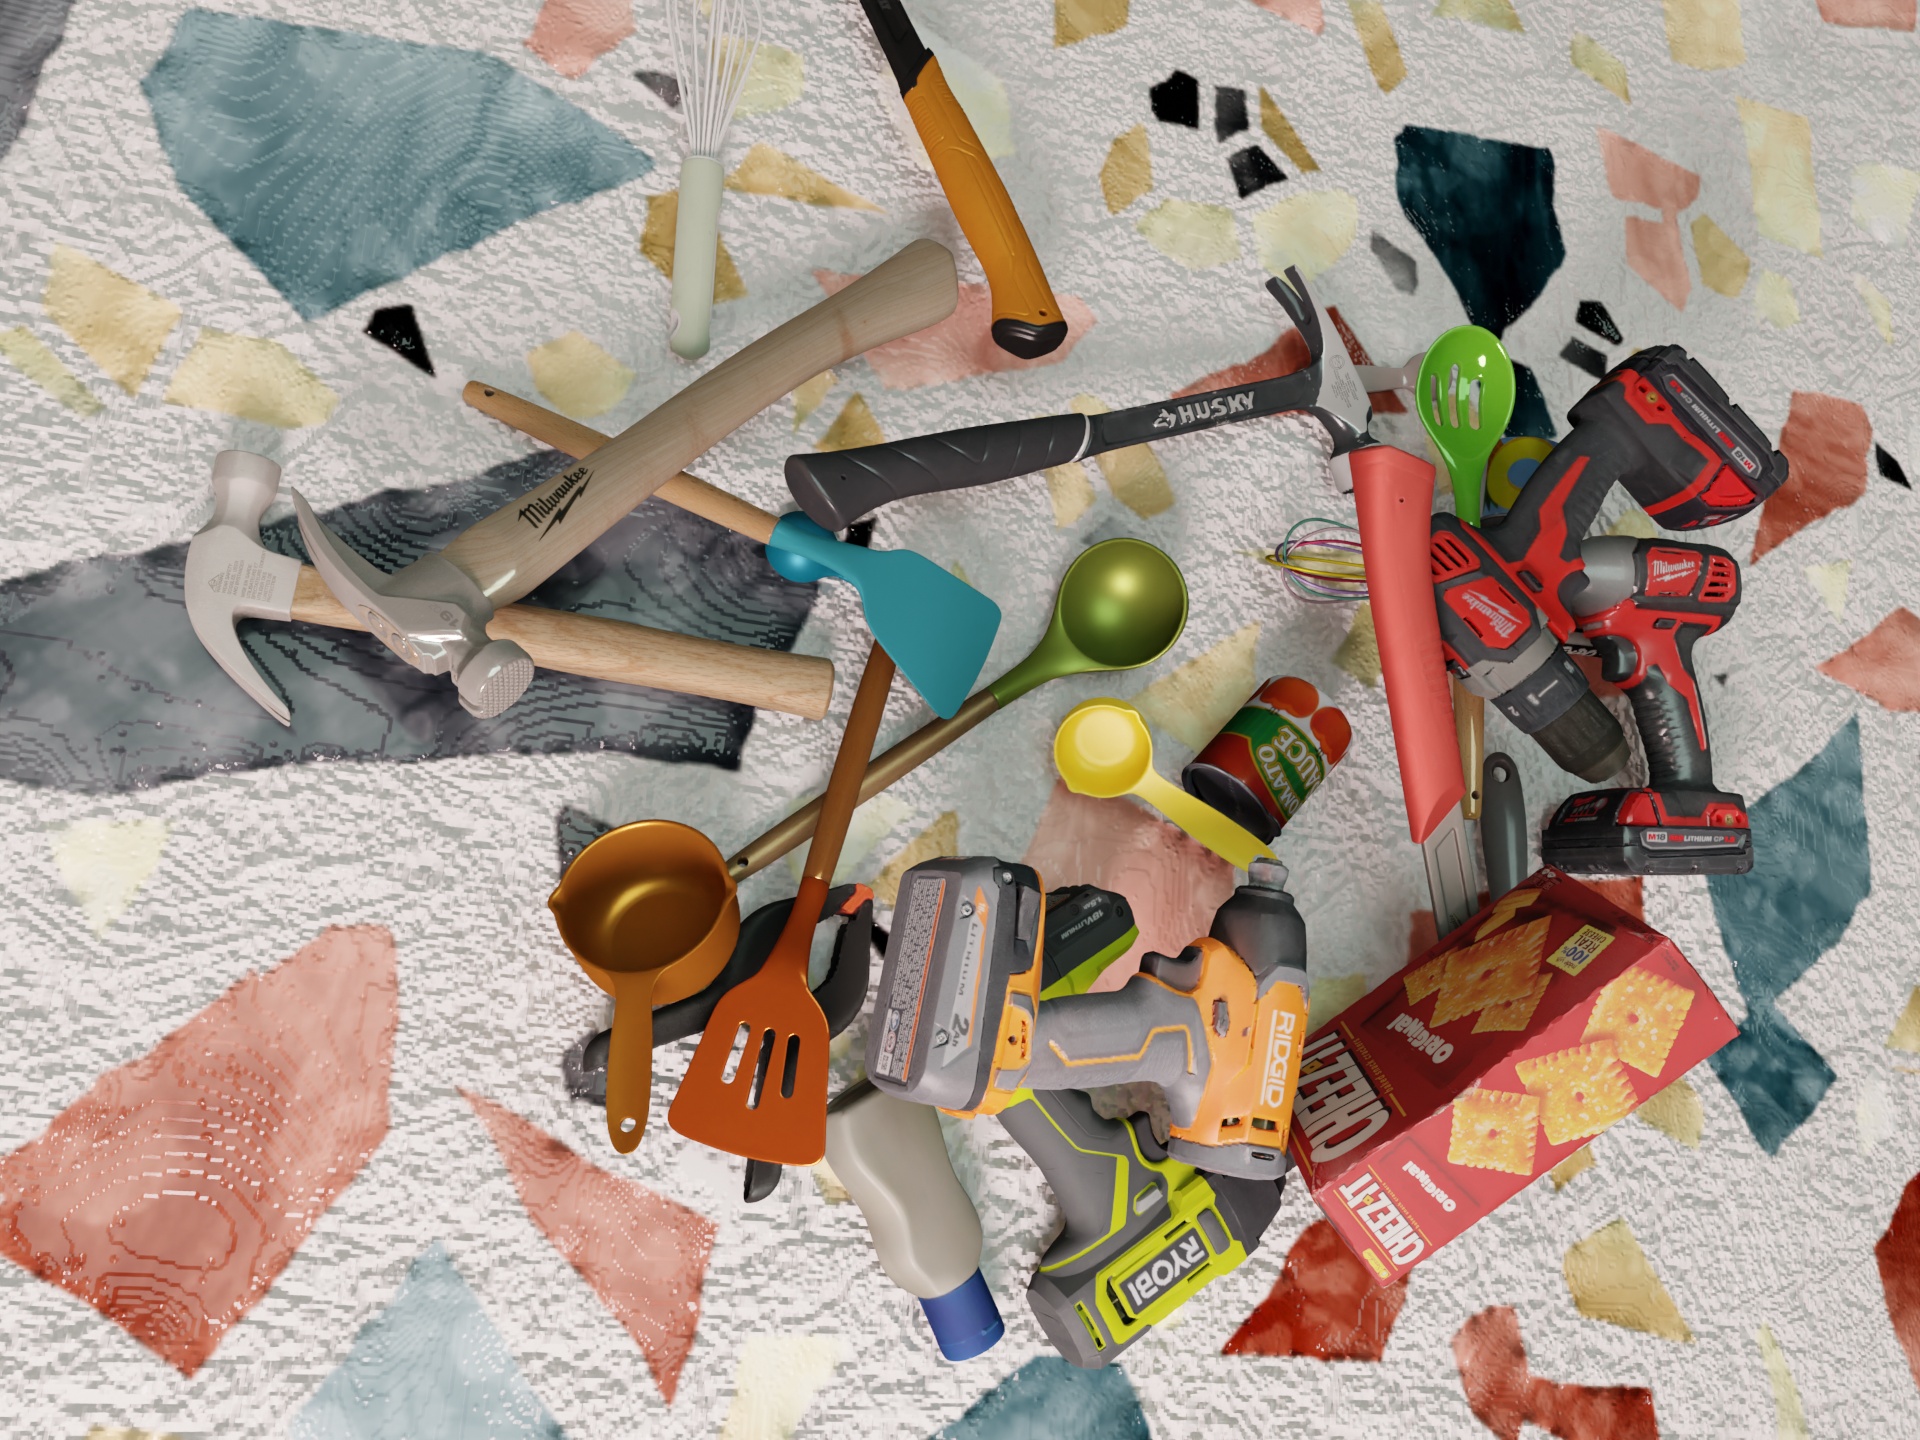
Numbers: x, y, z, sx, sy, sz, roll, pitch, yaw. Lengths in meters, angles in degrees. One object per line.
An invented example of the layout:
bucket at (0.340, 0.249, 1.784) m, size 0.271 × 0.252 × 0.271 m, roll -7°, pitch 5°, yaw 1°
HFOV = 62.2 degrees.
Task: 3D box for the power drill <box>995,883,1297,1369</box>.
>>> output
power drill at (0.078, 0.209, 0.869) m, size 0.171 × 0.080 × 0.223 m, roll -30°, pitch 93°, yaw -22°

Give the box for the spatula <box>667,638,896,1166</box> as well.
spatula at (-0.070, 0.067, 0.839) m, size 0.081 × 0.041 × 0.323 m, roll 12°, pitch 62°, yaw 5°

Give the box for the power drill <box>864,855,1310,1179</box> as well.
power drill at (0.078, 0.132, 0.796) m, size 0.226 × 0.084 × 0.164 m, roll 16°, pitch 78°, yaw -25°

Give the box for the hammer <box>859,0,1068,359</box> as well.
hammer at (-0.009, -0.369, 0.956) m, size 0.127 × 0.034 × 0.337 m, roll -19°, pitch 77°, yaw -21°

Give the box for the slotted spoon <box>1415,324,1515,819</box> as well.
slotted spoon at (0.317, -0.094, 0.999) m, size 0.070 × 0.031 × 0.314 m, roll 4°, pitch 80°, yaw -12°

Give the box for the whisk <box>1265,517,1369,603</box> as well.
whisk at (0.304, -0.094, 1.030) m, size 0.245 × 0.047 × 0.051 m, roll 4°, pitch 78°, yaw -23°

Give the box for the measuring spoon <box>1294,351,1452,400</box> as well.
measuring spoon at (0.277, -0.230, 1.058) m, size 0.124 × 0.018 × 0.034 m, roll -6°, pitch 81°, yaw -19°

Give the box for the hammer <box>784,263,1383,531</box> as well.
hammer at (0.084, -0.175, 0.939) m, size 0.409 × 0.036 × 0.149 m, roll -16°, pitch 88°, yaw -29°

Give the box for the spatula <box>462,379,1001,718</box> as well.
spatula at (-0.127, -0.107, 0.869) m, size 0.317 × 0.044 × 0.082 m, roll 26°, pitch 61°, yaw 0°

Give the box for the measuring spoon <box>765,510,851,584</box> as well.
measuring spoon at (-0.050, -0.085, 0.911) m, size 0.128 × 0.021 × 0.042 m, roll 23°, pitch 72°, yaw -12°

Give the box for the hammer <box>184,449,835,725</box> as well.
hammer at (-0.228, -0.043, 0.836) m, size 0.331 × 0.031 × 0.130 m, roll 11°, pitch 75°, yaw -17°

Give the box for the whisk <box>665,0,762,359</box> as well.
whisk at (-0.147, -0.327, 0.918) m, size 0.059 × 0.058 × 0.246 m, roll 7°, pitch 81°, yaw -26°

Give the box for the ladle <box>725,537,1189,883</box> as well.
ladle at (-0.001, -0.003, 0.895) m, size 0.320 × 0.062 × 0.078 m, roll -34°, pitch 77°, yaw -19°

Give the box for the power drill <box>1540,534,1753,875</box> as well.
power drill at (0.434, -0.011, 1.024) m, size 0.143 × 0.078 × 0.220 m, roll 3°, pitch 83°, yaw -20°

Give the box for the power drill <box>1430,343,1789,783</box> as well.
power drill at (0.385, -0.092, 0.957) m, size 0.227 × 0.080 × 0.188 m, roll -41°, pitch 88°, yaw -7°

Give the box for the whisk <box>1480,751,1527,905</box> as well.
whisk at (0.347, 0.135, 0.992) m, size 0.055 × 0.055 × 0.239 m, roll 6°, pitch 73°, yaw -18°

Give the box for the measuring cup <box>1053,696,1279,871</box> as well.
measuring cup at (0.123, 0.042, 0.929) m, size 0.156 × 0.029 × 0.062 m, roll 35°, pitch 110°, yaw -7°

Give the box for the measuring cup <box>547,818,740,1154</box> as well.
measuring cup at (-0.154, 0.135, 0.783) m, size 0.095 × 0.052 × 0.174 m, roll -5°, pitch 57°, yaw 2°

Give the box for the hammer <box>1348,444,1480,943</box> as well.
hammer at (0.261, 0.022, 0.917) m, size 0.149 × 0.037 × 0.359 m, roll -12°, pitch 99°, yaw 2°

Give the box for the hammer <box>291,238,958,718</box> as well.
hammer at (-0.150, -0.166, 0.853) m, size 0.146 × 0.038 × 0.411 m, roll 39°, pitch 57°, yaw 12°
